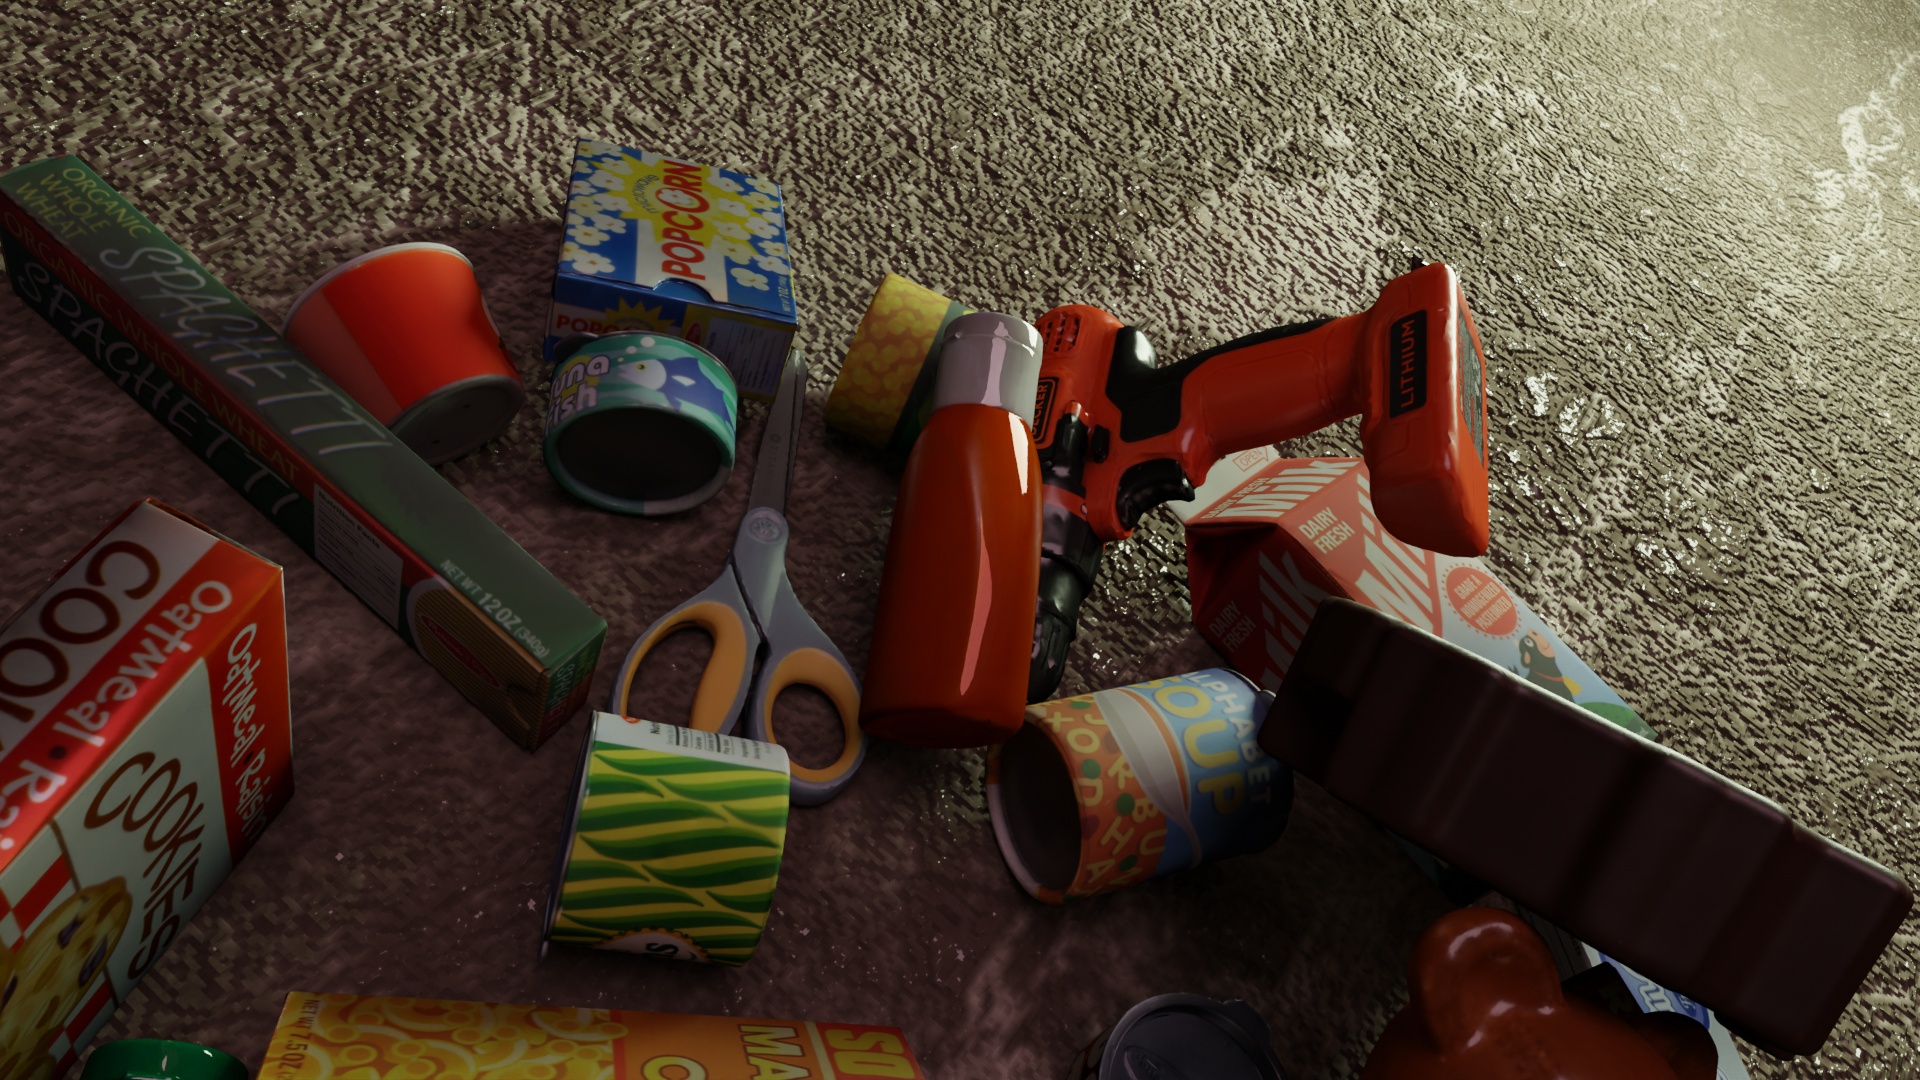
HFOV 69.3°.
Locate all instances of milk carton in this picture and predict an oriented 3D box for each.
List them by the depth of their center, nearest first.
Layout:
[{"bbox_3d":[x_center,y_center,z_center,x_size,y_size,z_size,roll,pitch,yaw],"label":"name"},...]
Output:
[{"bbox_3d":[0.164,0.038,0.546,0.073,0.073,0.191,-30,71,-38],"label":"milk carton"}]

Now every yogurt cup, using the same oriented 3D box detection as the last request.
[{"bbox_3d":[-0.186,-0.060,0.474,0.073,0.072,0.054,-27,77,-36],"label":"yogurt cup"}]

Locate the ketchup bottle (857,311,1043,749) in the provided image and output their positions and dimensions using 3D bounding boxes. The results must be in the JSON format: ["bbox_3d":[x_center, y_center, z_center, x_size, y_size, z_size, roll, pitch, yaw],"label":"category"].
[{"bbox_3d":[0.002,-0.006,0.475,0.043,0.064,0.149,21,65,-31],"label":"ketchup bottle"}]

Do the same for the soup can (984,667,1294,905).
[{"bbox_3d":[0.060,0.080,0.470,0.084,0.071,0.071,-7,59,-28],"label":"soup can"}]

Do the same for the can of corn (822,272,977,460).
[{"bbox_3d":[-0.015,-0.067,0.549,0.058,0.070,0.071,24,49,-4],"label":"can of corn"}]

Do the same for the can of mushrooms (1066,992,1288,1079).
[{"bbox_3d":[0.068,0.175,0.427,0.071,0.033,0.071,12,51,-15],"label":"can of mushrooms"}]

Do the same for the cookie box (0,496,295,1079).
[{"bbox_3d":[-0.218,0.087,0.308,0.040,0.122,0.168,28,49,-3],"label":"cookie box"}]

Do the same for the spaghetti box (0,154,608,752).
[{"bbox_3d":[-0.216,-0.031,0.447,0.250,0.050,0.029,40,48,8],"label":"spaghetti box"}]

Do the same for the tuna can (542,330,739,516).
[{"bbox_3d":[-0.113,-0.041,0.487,0.071,0.070,0.033,9,53,-18],"label":"tuna can"}]

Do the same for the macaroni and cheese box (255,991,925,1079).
[{"bbox_3d":[-0.081,0.157,0.324,0.167,0.040,0.124,9,10,-18],"label":"macaroni and cheese box"}]

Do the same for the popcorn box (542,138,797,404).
[{"bbox_3d":[-0.111,-0.107,0.536,0.085,0.038,0.127,10,34,-18],"label":"popcorn box"}]

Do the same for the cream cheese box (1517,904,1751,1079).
[{"bbox_3d":[0.249,0.166,0.520,0.053,0.024,0.104,2,54,-21],"label":"cream cheese box"}]

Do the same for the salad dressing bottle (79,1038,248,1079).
[{"bbox_3d":[-0.193,0.186,0.297,0.064,0.043,0.148,11,50,-14],"label":"salad dressing bottle"}]

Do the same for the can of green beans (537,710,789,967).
[{"bbox_3d":[-0.086,0.087,0.404,0.058,0.071,0.071,13,51,-15],"label":"can of green beans"}]

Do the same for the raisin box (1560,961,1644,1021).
[{"bbox_3d":[0.194,0.205,0.424,0.040,0.085,0.124,-6,58,-34],"label":"raisin box"}]
